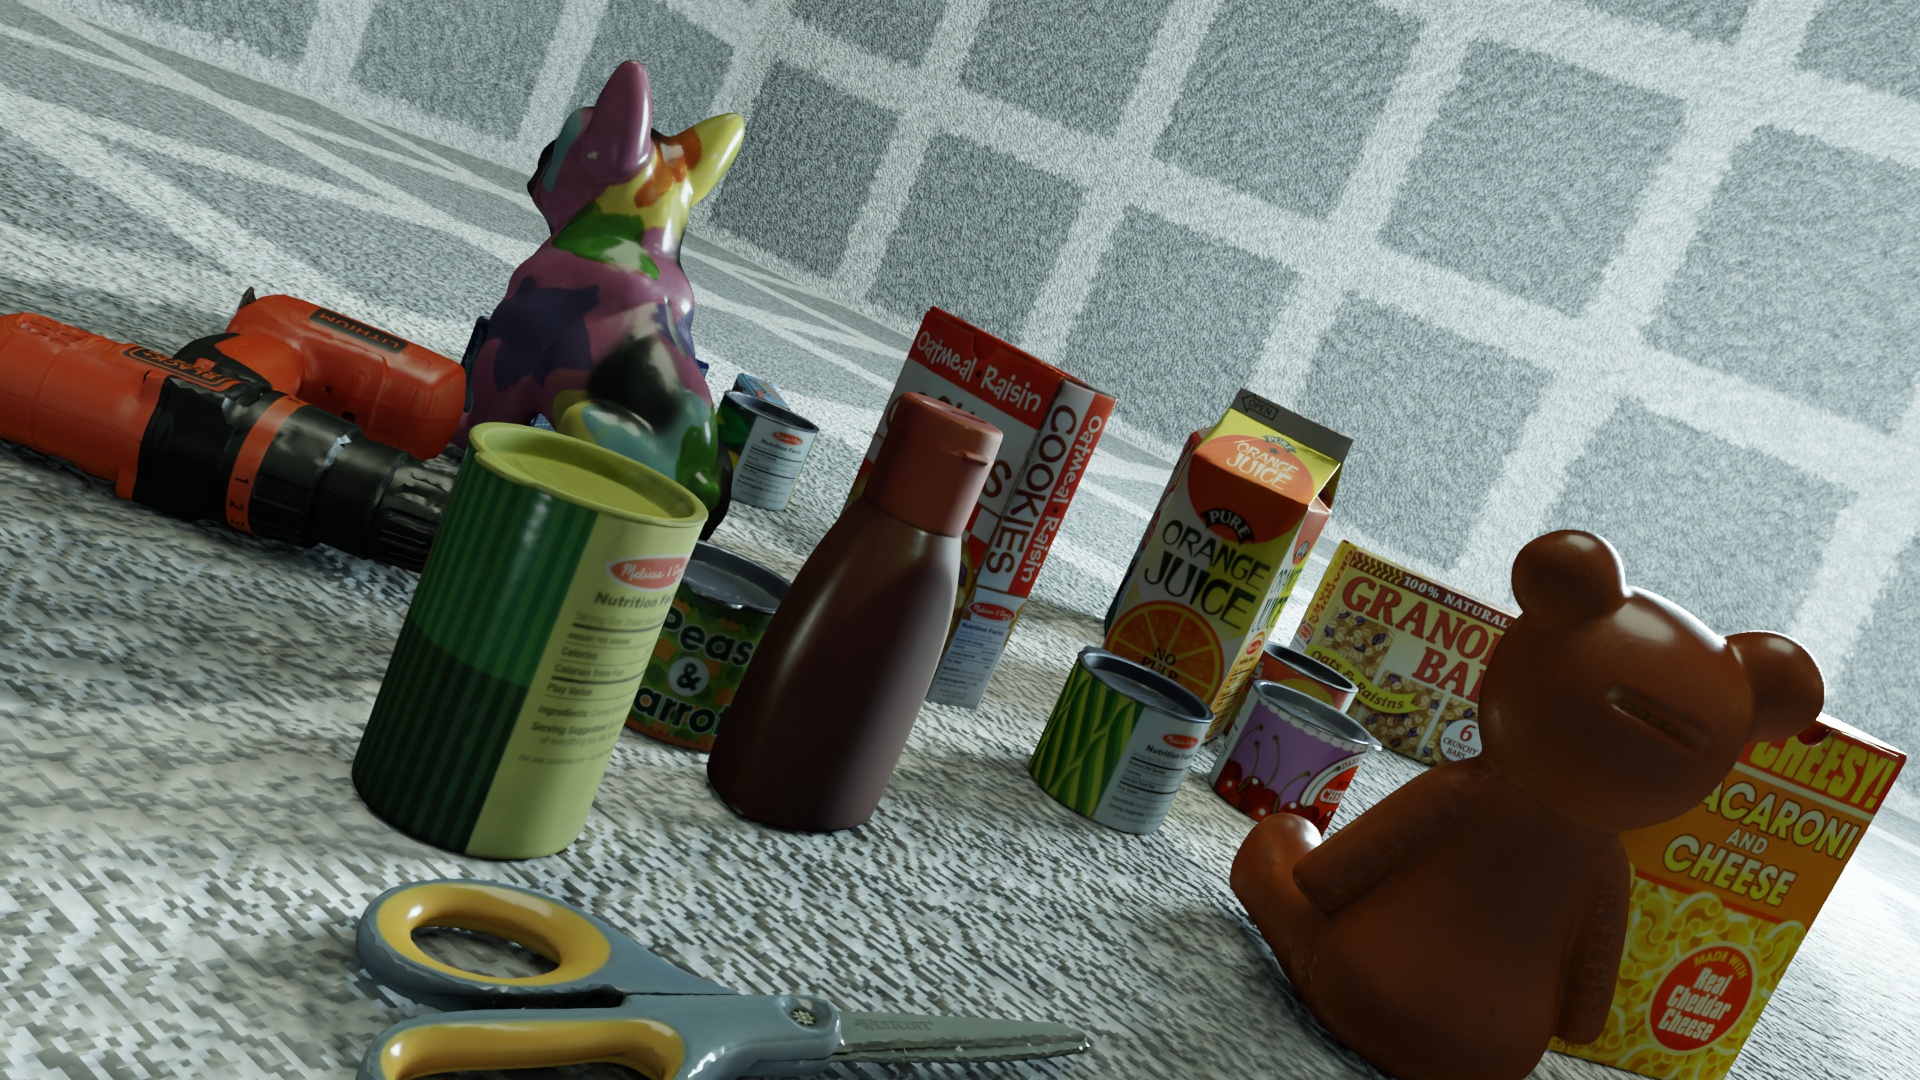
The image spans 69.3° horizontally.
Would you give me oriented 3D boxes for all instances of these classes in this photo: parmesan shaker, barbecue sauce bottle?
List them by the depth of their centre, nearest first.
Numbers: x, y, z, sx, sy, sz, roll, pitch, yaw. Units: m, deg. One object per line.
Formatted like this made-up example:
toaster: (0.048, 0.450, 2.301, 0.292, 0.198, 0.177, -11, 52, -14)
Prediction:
parmesan shaker: (-0.121, 0.027, 0.383, 0.071, 0.103, 0.071, 23, 10, -4)
barbecue sauce bottle: (-0.031, 0.024, 0.469, 0.065, 0.148, 0.044, 14, 14, -43)

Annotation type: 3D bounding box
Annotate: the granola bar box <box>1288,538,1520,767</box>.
granola bar box: (0.324, 0.088, 0.997, 0.165, 0.124, 0.039, 23, 10, -7)

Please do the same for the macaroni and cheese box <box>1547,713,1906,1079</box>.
macaroni and cheese box: (0.298, 0.138, 0.575, 0.124, 0.166, 0.040, 20, 11, -20)

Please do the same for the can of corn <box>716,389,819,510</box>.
can of corn: (-0.134, -0.060, 0.907, 0.071, 0.058, 0.071, 23, 10, -4)

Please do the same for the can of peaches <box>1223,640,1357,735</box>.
can of peaches: (0.195, 0.099, 0.841, 0.071, 0.058, 0.071, 23, 10, -4)

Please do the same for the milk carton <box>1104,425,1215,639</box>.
milk carton: (0.170, -0.009, 0.957, 0.073, 0.190, 0.072, 24, 10, 2)

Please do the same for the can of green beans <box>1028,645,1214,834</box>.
can of green beans: (0.071, 0.089, 0.619, 0.071, 0.057, 0.071, 23, 10, -4)

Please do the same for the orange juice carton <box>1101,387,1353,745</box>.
orange juice carton: (0.148, 0.015, 0.784, 0.072, 0.192, 0.073, 28, 11, 22)

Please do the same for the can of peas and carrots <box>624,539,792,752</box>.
can of peas and carrots: (-0.097, 0.038, 0.507, 0.071, 0.058, 0.071, 23, 10, -4)

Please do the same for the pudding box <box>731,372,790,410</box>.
pudding box: (-0.157, -0.092, 1.045, 0.030, 0.049, 0.084, 20, 11, -23)

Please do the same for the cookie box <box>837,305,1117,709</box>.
cookie box: (-0.005, -0.020, 0.695, 0.040, 0.167, 0.123, 16, 13, -39)

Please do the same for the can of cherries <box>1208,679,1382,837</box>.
can of cherries: (0.171, 0.114, 0.715, 0.071, 0.058, 0.071, 23, 10, -4)
